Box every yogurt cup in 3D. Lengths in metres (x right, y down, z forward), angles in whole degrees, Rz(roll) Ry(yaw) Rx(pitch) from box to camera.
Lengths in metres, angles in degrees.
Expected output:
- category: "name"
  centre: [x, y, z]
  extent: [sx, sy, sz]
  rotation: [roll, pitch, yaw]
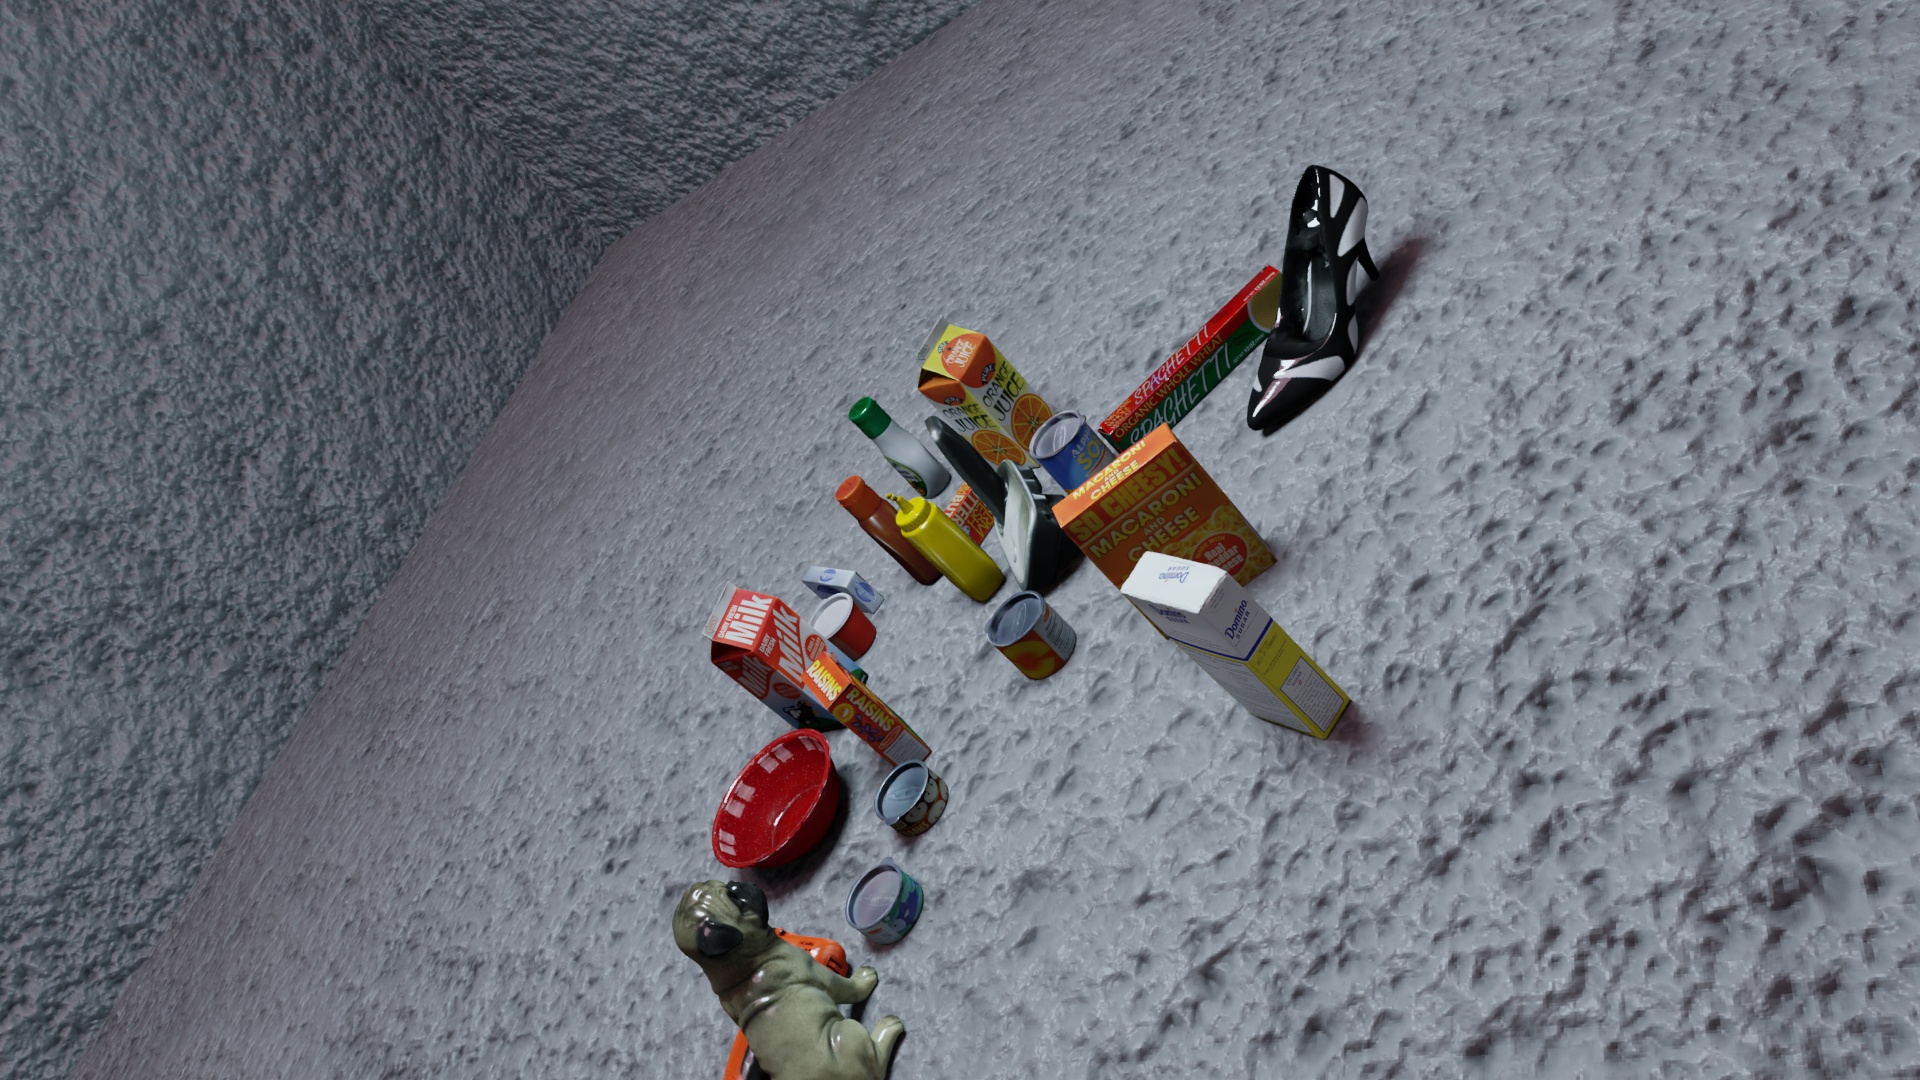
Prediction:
- category: "yogurt cup"
  centre: [-0.133, 0.102, 1.575]
  extent: [0.072, 0.054, 0.073]
  rotation: [-31, 32, 23]

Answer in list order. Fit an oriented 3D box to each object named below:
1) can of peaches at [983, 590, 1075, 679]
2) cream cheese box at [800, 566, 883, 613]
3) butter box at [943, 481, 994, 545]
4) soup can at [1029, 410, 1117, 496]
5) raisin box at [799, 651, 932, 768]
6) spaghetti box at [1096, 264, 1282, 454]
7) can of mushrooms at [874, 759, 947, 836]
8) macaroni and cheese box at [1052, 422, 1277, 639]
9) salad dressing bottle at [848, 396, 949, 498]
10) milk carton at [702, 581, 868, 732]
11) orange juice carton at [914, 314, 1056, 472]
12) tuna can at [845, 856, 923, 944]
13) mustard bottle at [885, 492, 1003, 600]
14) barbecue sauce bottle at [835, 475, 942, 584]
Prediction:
- category: "can of peaches"
  centre: [0.067, 0.092, 1.336]
  extent: [0.071, 0.058, 0.071]
  rotation: [-31, 32, 23]
- category: "cream cheese box"
  centre: [-0.140, 0.057, 1.638]
  extent: [0.104, 0.053, 0.024]
  rotation: [5, 56, 53]
- category: "butter box"
  centre: [0.006, -0.020, 1.555]
  extent: [0.024, 0.053, 0.104]
  rotation: [5, 56, 53]
- category: "soup can"
  centre: [0.125, -0.086, 1.460]
  extent: [0.071, 0.083, 0.072]
  rotation: [-31, 32, 23]
- category: "raisin box"
  centre: [-0.093, 0.171, 1.370]
  extent: [0.040, 0.123, 0.086]
  rotation: [-47, 30, -4]
- category: "spaghetti box"
  centre: [0.251, -0.184, 1.460]
  extent: [0.250, 0.050, 0.029]
  rotation: [-44, 30, 2]
- category: "can of mushrooms"
  centre: [-0.047, 0.245, 1.311]
  extent: [0.071, 0.033, 0.071]
  rotation: [-31, 32, 23]
- category: "macaroni and cheese box"
  centre: [0.178, -0.006, 1.211]
  extent: [0.123, 0.166, 0.040]
  rotation: [-38, 30, 13]
- category: "salad dressing bottle"
  centre: [-0.075, -0.113, 1.675]
  extent: [0.044, 0.147, 0.064]
  rotation: [-52, 30, -11]
- category: "milk carton"
  centre: [-0.195, 0.125, 1.483]
  extent: [0.073, 0.190, 0.073]
  rotation: [-17, 40, 40]
- category: "orange juice carton"
  centre: [0.023, -0.166, 1.576]
  extent: [0.073, 0.192, 0.072]
  rotation: [-5, 48, 48]
- category: "tuna can"
  centre: [-0.067, 0.322, 1.240]
  extent: [0.071, 0.032, 0.071]
  rotation: [-31, 32, 23]
- category: "mustard bottle"
  centre: [-0.021, -0.001, 1.457]
  extent: [0.049, 0.160, 0.065]
  rotation: [-49, 30, -7]
- category: "barbecue sauce bottle"
  centre: [-0.079, -0.013, 1.555]
  extent: [0.043, 0.148, 0.065]
  rotation: [-47, 30, -2]
